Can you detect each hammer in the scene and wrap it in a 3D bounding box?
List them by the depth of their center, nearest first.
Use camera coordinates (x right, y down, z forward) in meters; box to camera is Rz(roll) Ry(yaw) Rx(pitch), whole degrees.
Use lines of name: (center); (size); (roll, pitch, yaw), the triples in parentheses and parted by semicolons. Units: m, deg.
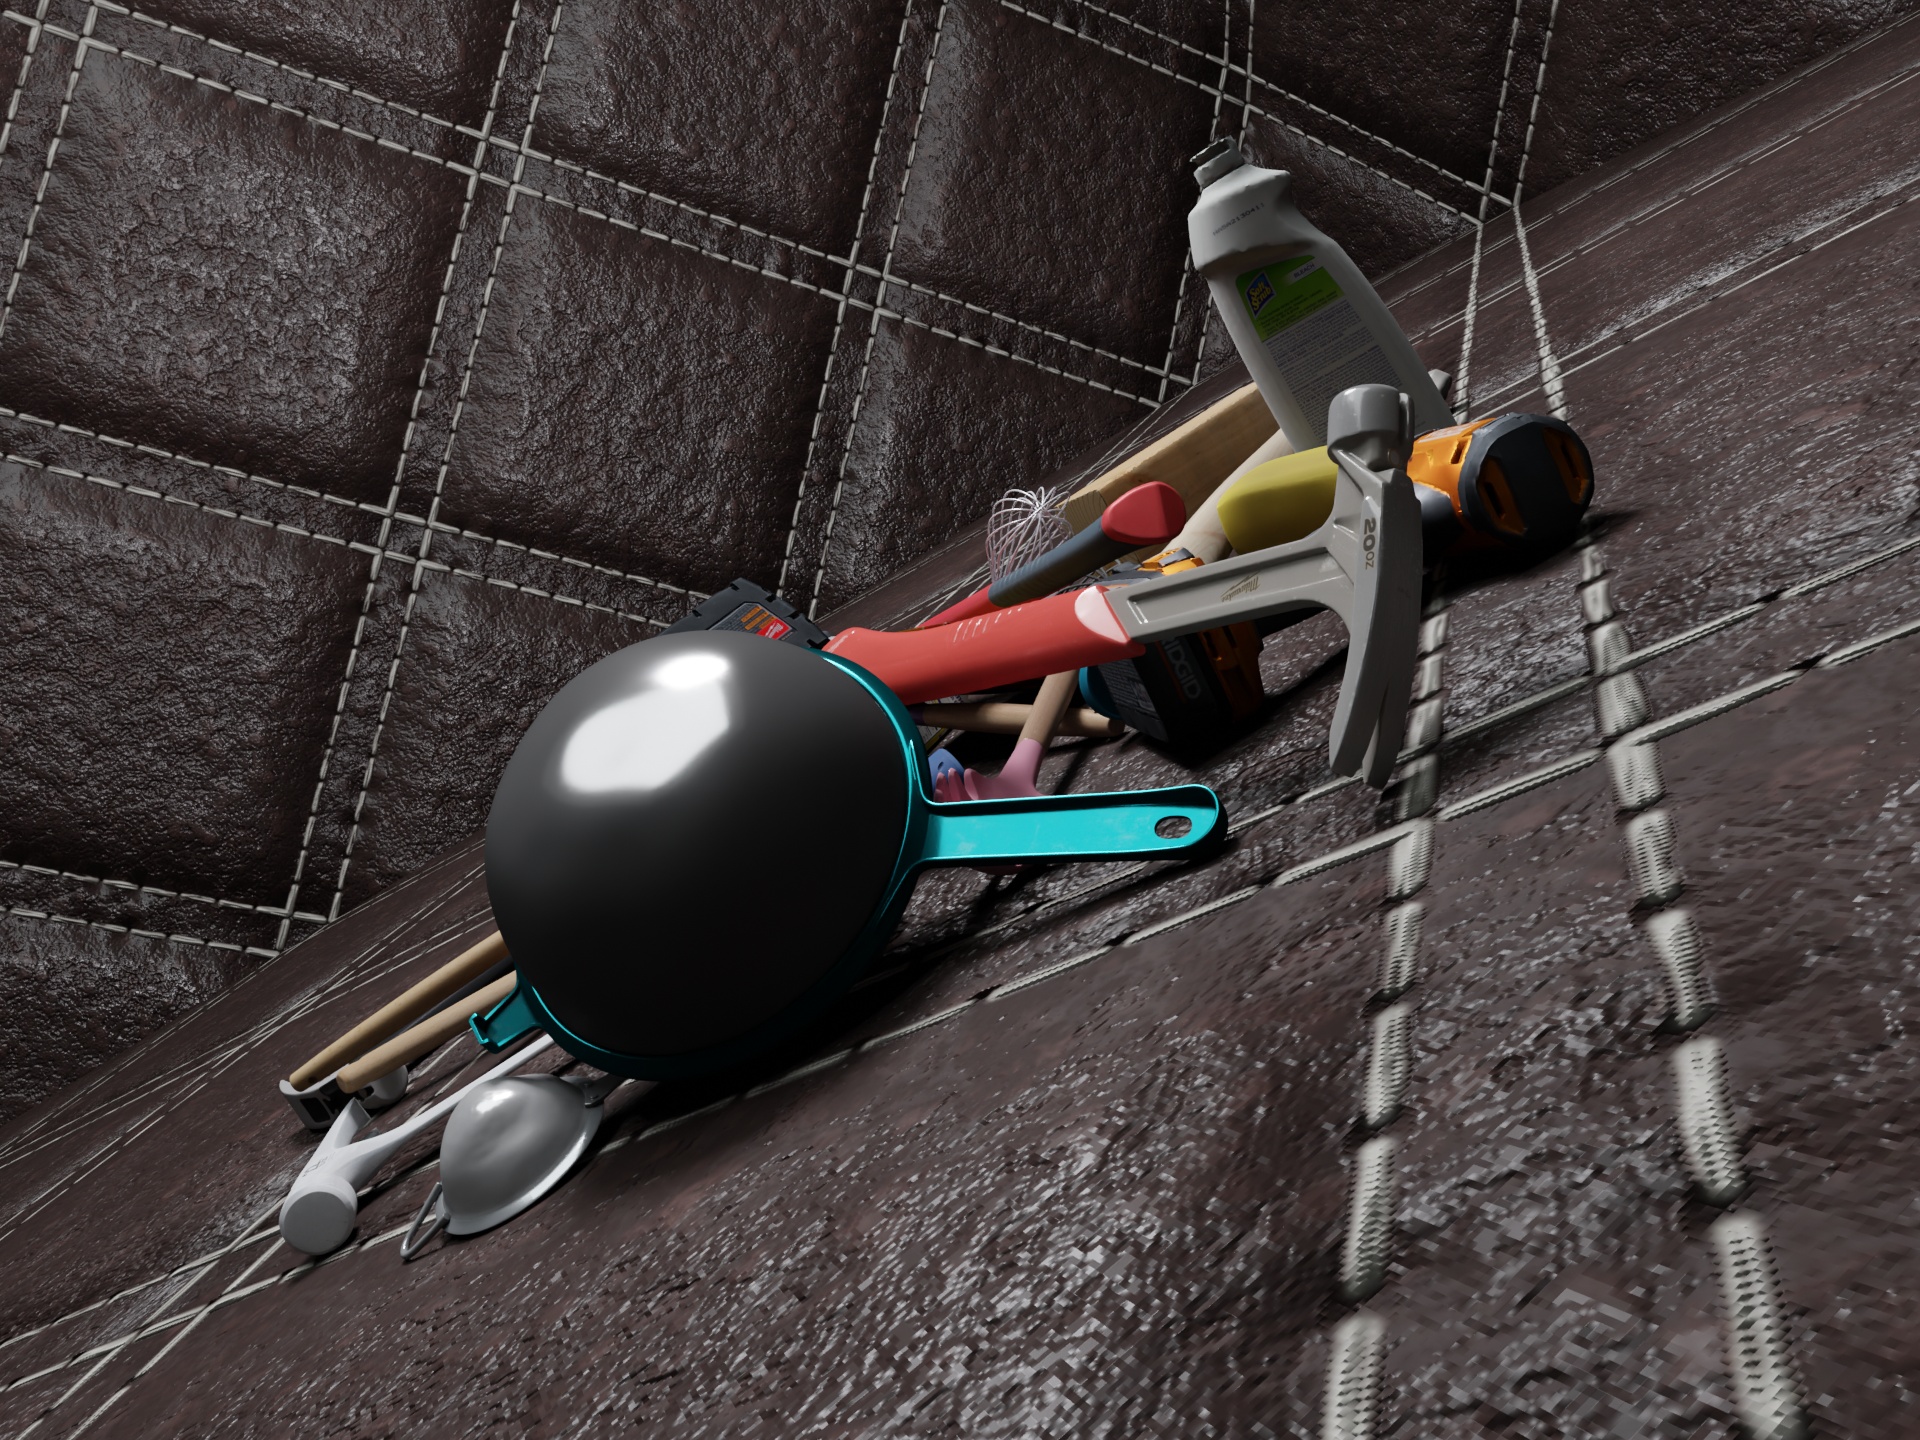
hammer: (0.043, -0.029, 0.698); (0.359, 0.036, 0.149); (-11, 65, 50)
hammer: (-0.170, 0.136, 0.857); (0.405, 0.035, 0.144); (-33, 10, -12)
hammer: (0.043, -0.085, 1.104); (0.143, 0.038, 0.386); (-4, -10, -30)
hammer: (0.211, -0.181, 1.128); (0.411, 0.146, 0.038); (-45, -25, -41)
hammer: (-0.343, 0.183, 1.156); (0.146, 0.035, 0.335); (-23, 12, 37)

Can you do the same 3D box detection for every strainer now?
strainer: (-0.068, 0.032, 0.643); (0.340, 0.095, 0.211); (-5, 57, 27)
strainer: (-0.139, 0.147, 0.702); (0.258, 0.050, 0.087); (-30, 24, -14)

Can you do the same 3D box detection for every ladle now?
ladle: (-0.291, 0.133, 0.996); (0.320, 0.078, 0.062); (-34, 40, 5)

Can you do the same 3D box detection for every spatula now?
spatula: (-0.002, -0.003, 0.975); (0.059, 0.018, 0.316); (-18, 11, -31)

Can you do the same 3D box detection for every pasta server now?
pasta server: (0.043, -0.002, 0.820); (0.316, 0.060, 0.040); (-60, -14, -62)

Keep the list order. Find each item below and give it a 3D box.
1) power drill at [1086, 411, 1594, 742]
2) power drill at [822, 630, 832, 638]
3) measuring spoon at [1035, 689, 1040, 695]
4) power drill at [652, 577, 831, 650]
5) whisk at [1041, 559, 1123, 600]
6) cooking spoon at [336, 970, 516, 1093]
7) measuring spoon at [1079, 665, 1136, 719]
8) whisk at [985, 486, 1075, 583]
power drill: (0.173, -0.076, 0.781); (0.226, 0.084, 0.164); (-27, 8, -3)
power drill: (-0.179, 0.020, 1.298); (0.226, 0.084, 0.185); (-38, -1, -24)
measuring spoon: (0.104, -0.051, 1.076); (0.124, 0.018, 0.034); (-38, 16, -1)
power drill: (-0.156, 0.010, 1.106); (0.188, 0.080, 0.226); (-42, -18, -40)
whisk: (0.082, -0.088, 1.244); (0.055, 0.055, 0.239); (-33, 5, -12)
cooking spoon: (-0.239, 0.145, 0.984); (0.319, 0.017, 0.069); (-28, -1, -43)
measuring spoon: (0.110, -0.033, 0.852); (0.128, 0.042, 0.021); (-21, 3, -34)
whisk: (0.036, -0.104, 1.244); (0.070, 0.070, 0.284); (-34, -10, -18)
